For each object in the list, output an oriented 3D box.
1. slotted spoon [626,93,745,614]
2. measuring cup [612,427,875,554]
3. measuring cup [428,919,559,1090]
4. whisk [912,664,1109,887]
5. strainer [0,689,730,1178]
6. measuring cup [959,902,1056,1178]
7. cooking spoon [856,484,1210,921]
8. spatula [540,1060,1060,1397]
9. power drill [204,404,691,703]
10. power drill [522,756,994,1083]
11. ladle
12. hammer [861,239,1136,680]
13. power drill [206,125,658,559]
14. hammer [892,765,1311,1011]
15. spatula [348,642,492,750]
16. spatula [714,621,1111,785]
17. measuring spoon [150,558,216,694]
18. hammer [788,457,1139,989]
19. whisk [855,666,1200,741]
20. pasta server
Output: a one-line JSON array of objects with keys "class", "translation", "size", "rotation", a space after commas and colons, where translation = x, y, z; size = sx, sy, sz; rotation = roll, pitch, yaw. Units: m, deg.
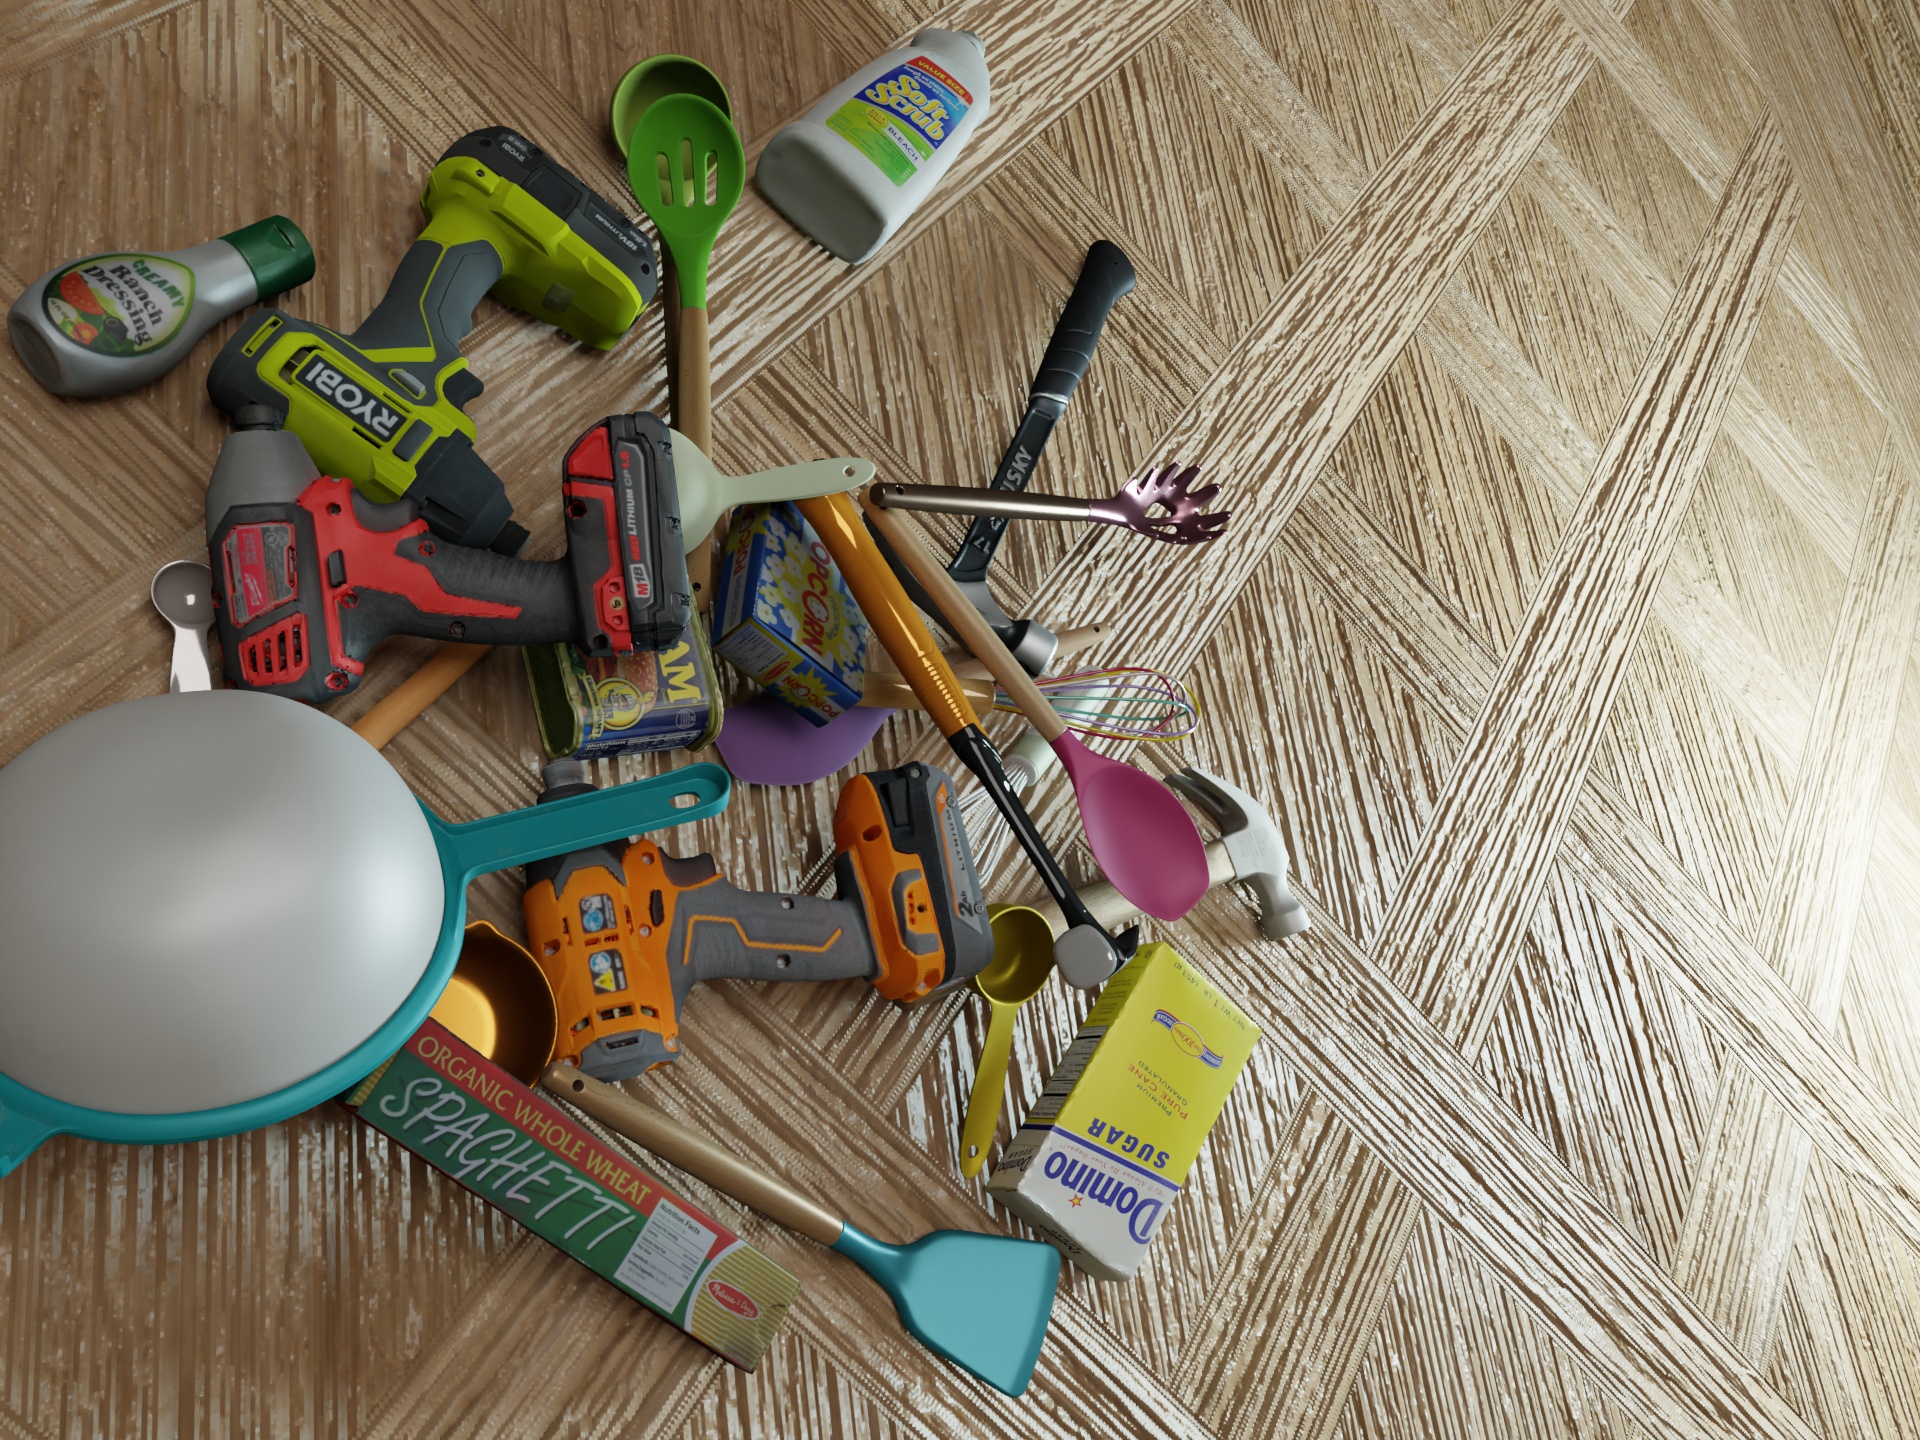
[{"class": "slotted spoon", "translation": [-0.159, -0.216, 0.937], "size": [0.070, 0.031, 0.314], "rotation": [-2, 81, -6]}, {"class": "measuring cup", "translation": [-0.132, -0.134, 0.884], "size": [0.038, 0.167, 0.083], "rotation": [50, 36, -71]}, {"class": "measuring cup", "translation": [-0.273, 0.133, 0.719], "size": [0.173, 0.052, 0.095], "rotation": [17, 65, -31]}, {"class": "whisk", "translation": [0.033, 0.035, 0.990], "size": [0.246, 0.058, 0.059], "rotation": [-48, 135, -43]}, {"class": "strainer", "translation": [-0.255, 0.042, 0.672], "size": [0.340, 0.095, 0.211], "rotation": [-13, 51, -26]}, {"class": "measuring cup", "translation": [0.013, 0.180, 0.903], "size": [0.062, 0.029, 0.156], "rotation": [11, 91, -34]}, {"class": "cooking spoon", "translation": [0.042, -0.011, 0.949], "size": [0.069, 0.017, 0.319], "rotation": [-41, 96, -21]}, {"class": "spatula", "translation": [-0.075, 0.245, 0.799], "size": [0.317, 0.044, 0.082], "rotation": [39, 56, -29]}, {"class": "power drill", "translation": [-0.247, -0.087, 0.768], "size": [0.219, 0.078, 0.143], "rotation": [-7, 91, -11]}, {"class": "power drill", "translation": [-0.111, 0.085, 0.824], "size": [0.226, 0.084, 0.164], "rotation": [-9, 75, -23]}, {"class": "ladle", "translation": [-0.171, -0.262, 0.973], "size": [0.078, 0.062, 0.320], "rotation": [1, 72, -24]}, {"class": "hammer", "translation": [0.050, -0.212, 1.110], "size": [0.149, 0.036, 0.409], "rotation": [32, 52, -12]}, {"class": "power drill", "translation": [-0.267, -0.202, 0.866], "size": [0.171, 0.080, 0.223], "rotation": [36, 57, -16]}, {"class": "hammer", "translation": [0.088, 0.114, 1.000], "size": [0.331, 0.031, 0.130], "rotation": [-14, 78, -38]}, {"class": "spatula", "translation": [-0.316, 0.035, 0.745], "size": [0.081, 0.041, 0.323], "rotation": [30, 49, 9]}, {"class": "spatula", "translation": [-0.017, -0.019, 0.994], "size": [0.316, 0.018, 0.060], "rotation": [-20, 73, -38]}, {"class": "measuring spoon", "translation": [-0.366, -0.015, 0.754], "size": [0.034, 0.018, 0.124], "rotation": [2, 76, -33]}, {"class": "hammer", "translation": [-0.001, -0.003, 0.903], "size": [0.337, 0.034, 0.127], "rotation": [59, 9, 9]}, {"class": "whisk", "translation": [0.037, -0.015, 0.979], "size": [0.245, 0.051, 0.047], "rotation": [4, 88, -20]}, {"class": "pasta server", "translation": [0.065, -0.140, 1.019], "size": [0.316, 0.040, 0.060], "rotation": [-4, 69, -46]}]
